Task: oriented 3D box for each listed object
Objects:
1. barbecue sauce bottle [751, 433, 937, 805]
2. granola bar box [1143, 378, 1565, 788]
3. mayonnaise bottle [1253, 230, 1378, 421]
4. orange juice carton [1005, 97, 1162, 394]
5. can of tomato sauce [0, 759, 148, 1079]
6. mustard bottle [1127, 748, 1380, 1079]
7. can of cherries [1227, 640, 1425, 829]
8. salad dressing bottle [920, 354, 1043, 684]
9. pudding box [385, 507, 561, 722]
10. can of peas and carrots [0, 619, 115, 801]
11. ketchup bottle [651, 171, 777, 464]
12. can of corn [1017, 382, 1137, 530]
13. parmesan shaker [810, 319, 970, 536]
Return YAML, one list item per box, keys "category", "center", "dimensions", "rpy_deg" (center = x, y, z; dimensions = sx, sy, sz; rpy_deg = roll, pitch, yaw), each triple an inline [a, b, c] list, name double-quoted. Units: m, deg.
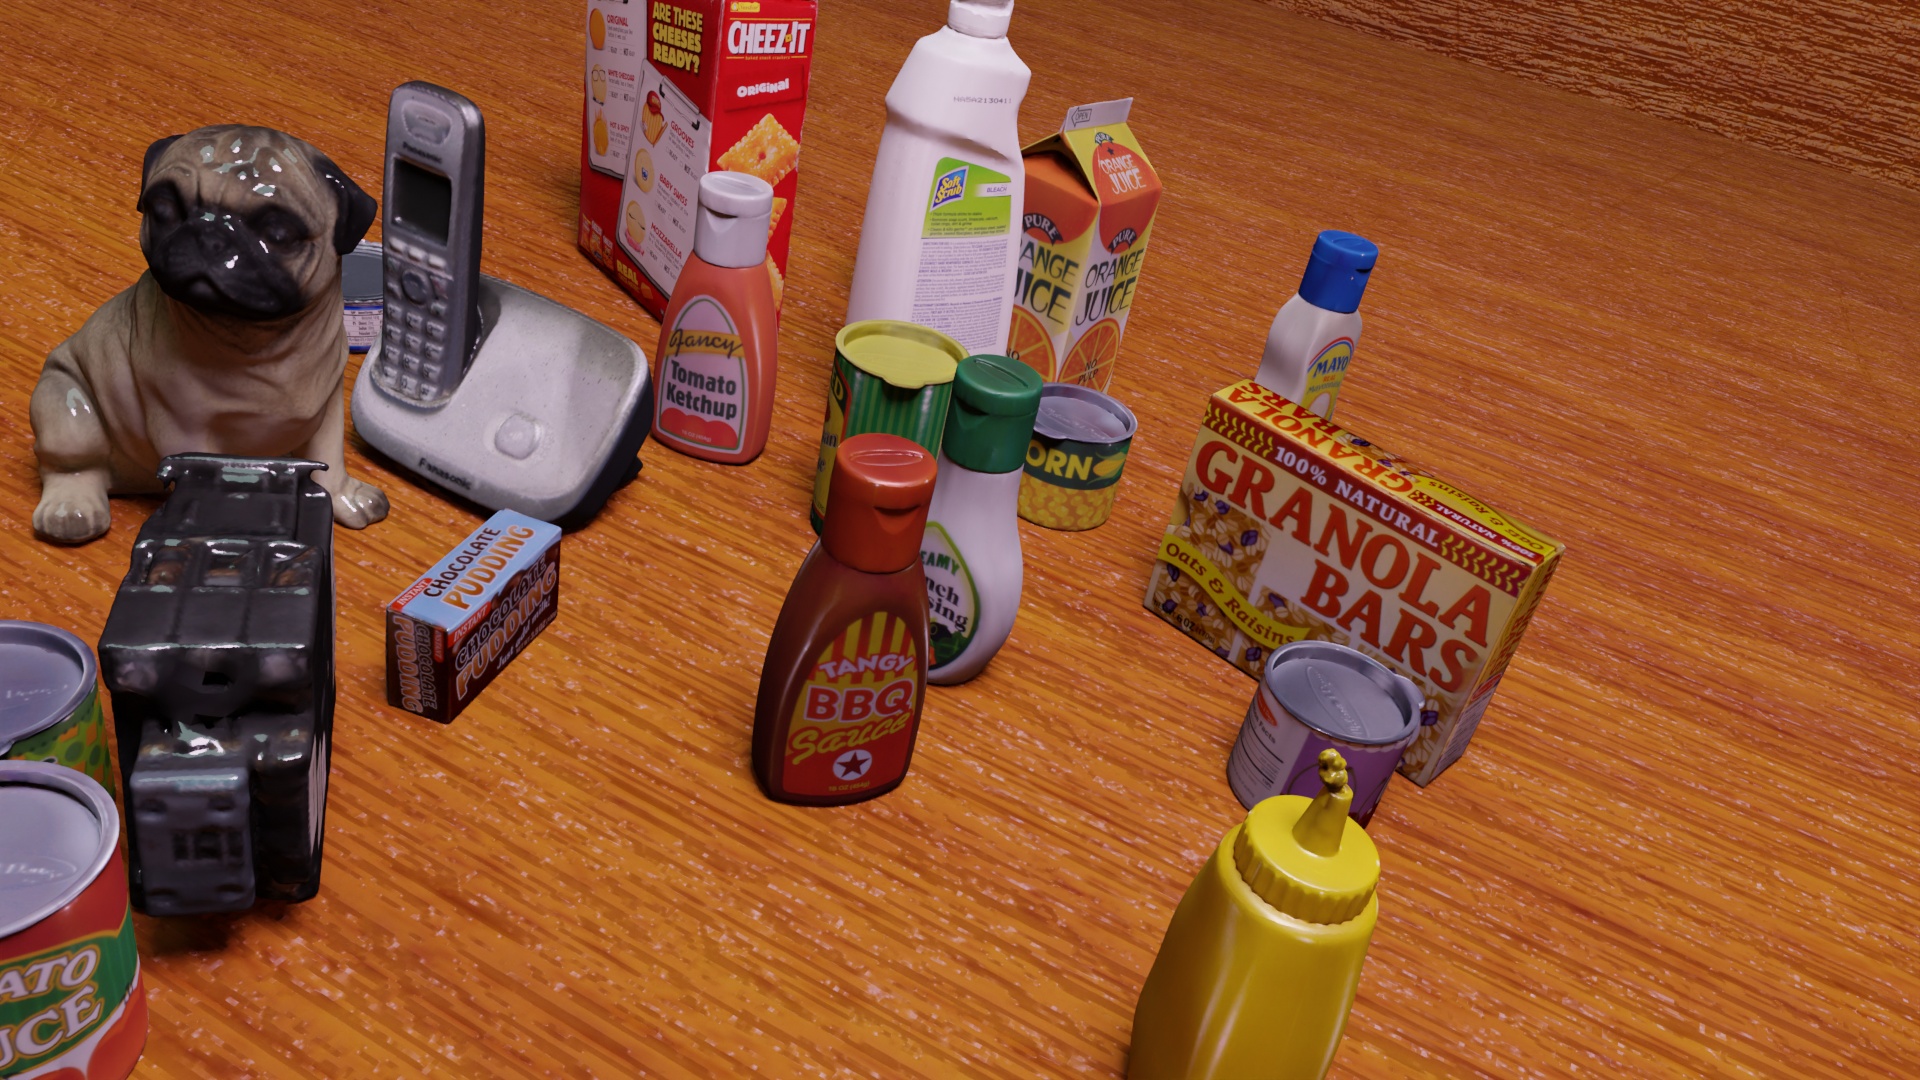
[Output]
- category: "barbecue sauce bottle"
  center: [-0.040, 0.032, 0.522]
  dimensions: [0.065, 0.147, 0.044]
  rpy_deg: [-3, 35, -24]
- category: "granola bar box"
  center: [0.173, 0.017, 0.644]
  dimensions: [0.166, 0.123, 0.039]
  rpy_deg: [34, 37, 30]
- category: "mayonnaise bottle"
  center: [0.209, -0.111, 0.837]
  dimensions: [0.065, 0.147, 0.041]
  rpy_deg: [-14, 40, -36]
- category: "orange juice carton"
  center: [0.061, -0.167, 0.830]
  dimensions: [0.073, 0.191, 0.072]
  rpy_deg: [31, 36, 26]
- category: "can of tomato sauce"
  center: [-0.261, 0.114, 0.375]
  dimensions: [0.071, 0.082, 0.071]
  rpy_deg: [9, 32, -6]
- category: "mustard bottle"
  center: [0.089, 0.125, 0.410]
  dimensions: [0.049, 0.159, 0.065]
  rpy_deg: [8, 32, -9]
- category: "can of cherries"
  center: [0.156, 0.086, 0.592]
  dimensions: [0.071, 0.058, 0.072]
  rpy_deg: [9, 32, -6]
- category: "salad dressing bottle"
  center: [0.002, -0.008, 0.600]
  dimensions: [0.064, 0.146, 0.044]
  rpy_deg: [31, 36, 27]
- category: "pudding box"
  center: [-0.196, 0.028, 0.564]
  dimensions: [0.030, 0.049, 0.084]
  rpy_deg: [18, 32, 8]
- category: "can of peas and carrots"
  center: [-0.314, 0.069, 0.449]
  dimensions: [0.071, 0.058, 0.071]
  rpy_deg: [9, 32, -6]
- category: "ketchup bottle"
  center: [-0.124, -0.115, 0.722]
  dimensions: [0.065, 0.148, 0.044]
  rpy_deg: [17, 32, 7]
- category: "can of corn"
  center: [0.056, -0.045, 0.763]
  dimensions: [0.071, 0.058, 0.071]
  rpy_deg: [9, 32, -6]
- category: "parmesan shaker"
  center: [-0.037, -0.048, 0.692]
  dimensions: [0.071, 0.102, 0.072]
  rpy_deg: [9, 32, -6]
